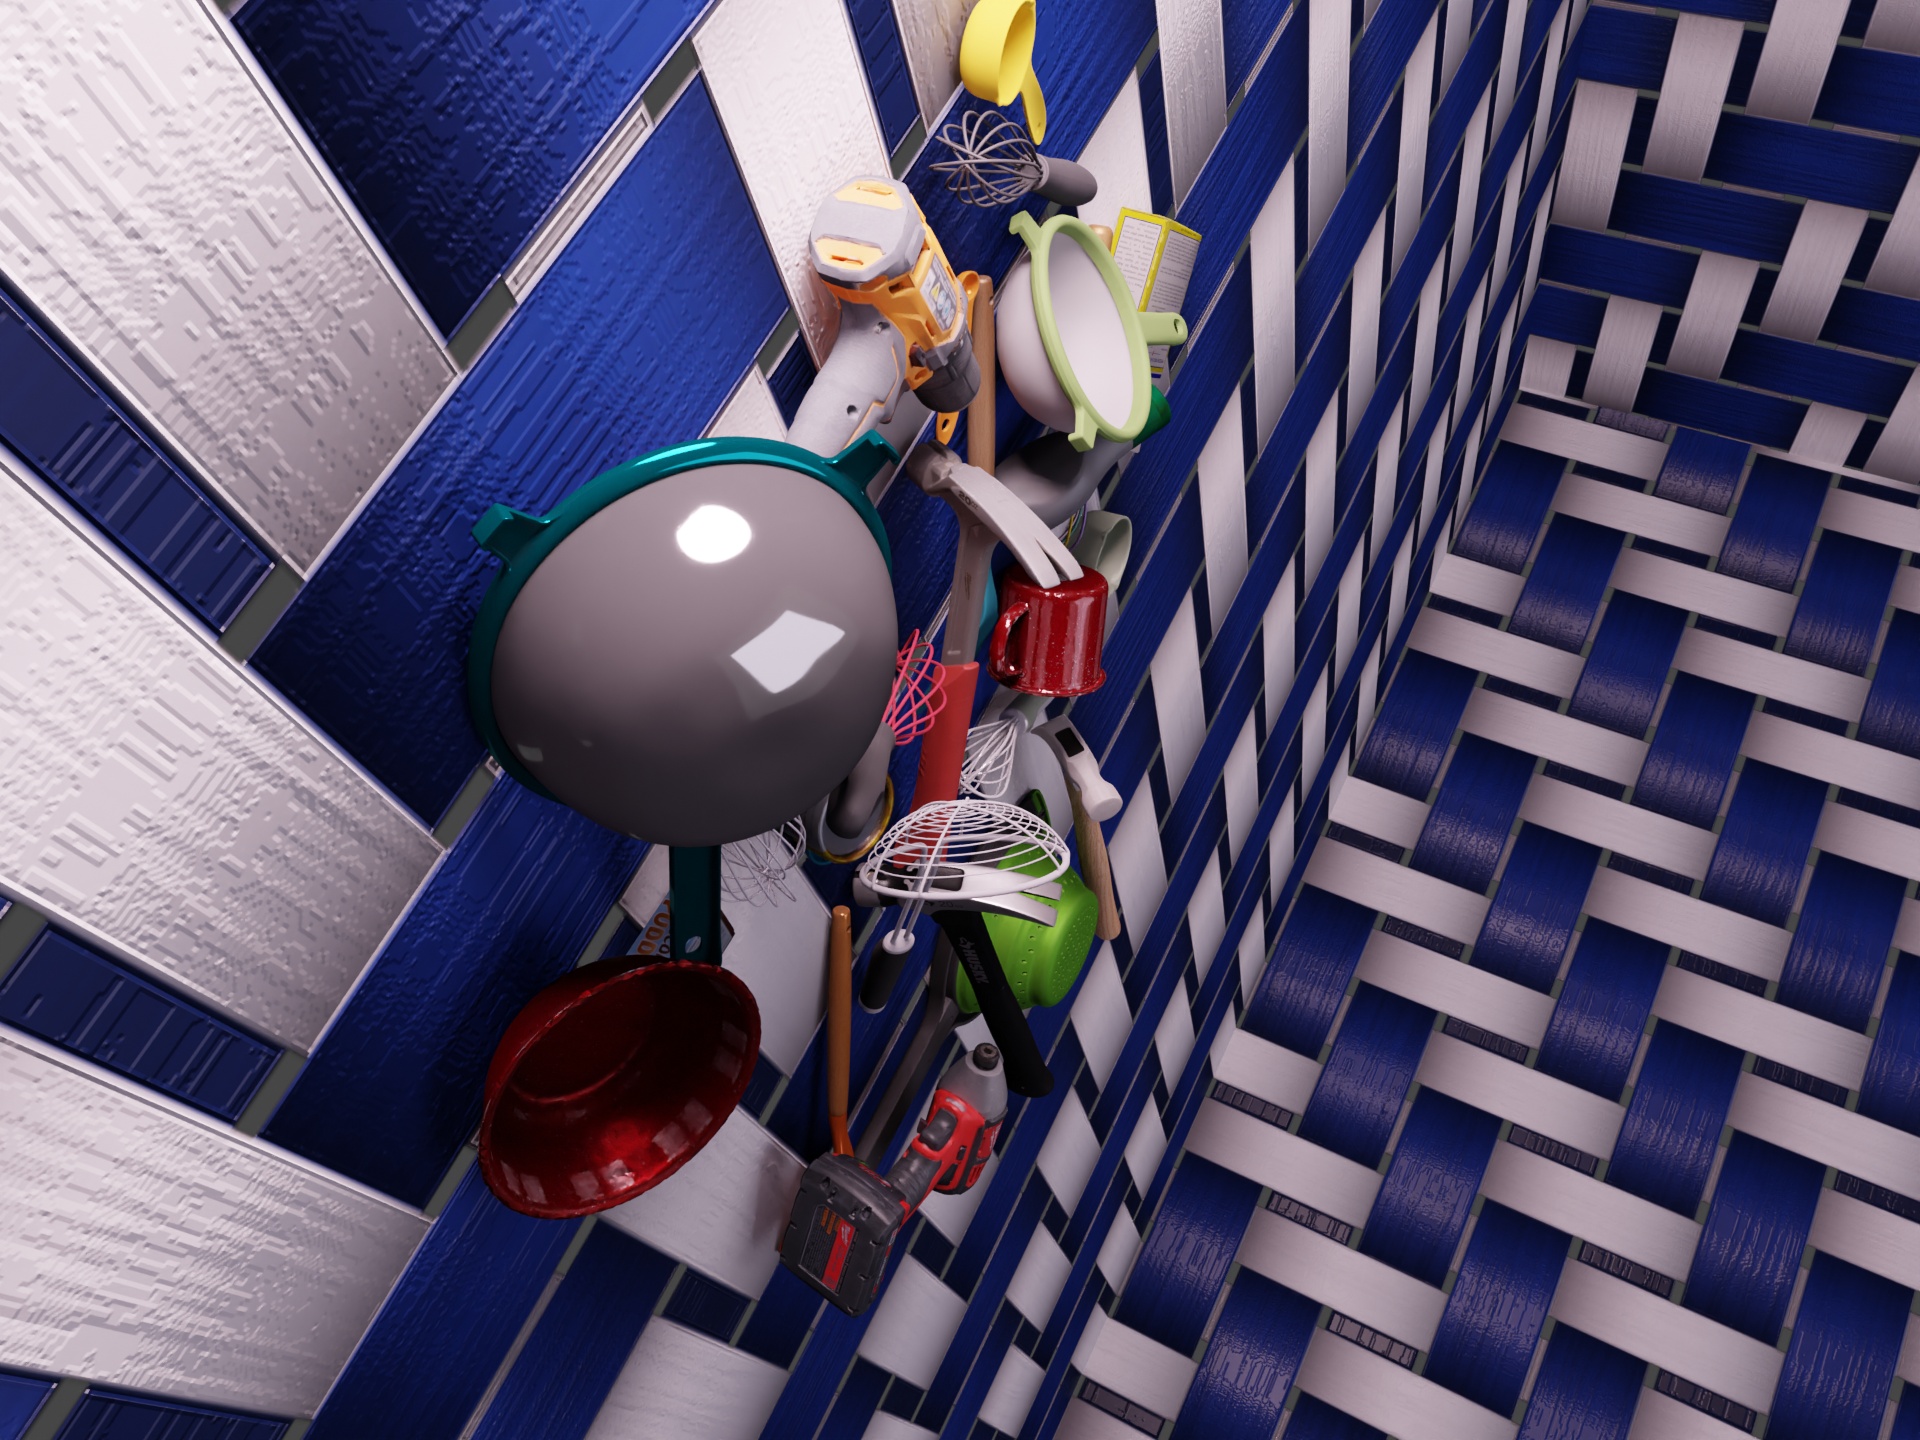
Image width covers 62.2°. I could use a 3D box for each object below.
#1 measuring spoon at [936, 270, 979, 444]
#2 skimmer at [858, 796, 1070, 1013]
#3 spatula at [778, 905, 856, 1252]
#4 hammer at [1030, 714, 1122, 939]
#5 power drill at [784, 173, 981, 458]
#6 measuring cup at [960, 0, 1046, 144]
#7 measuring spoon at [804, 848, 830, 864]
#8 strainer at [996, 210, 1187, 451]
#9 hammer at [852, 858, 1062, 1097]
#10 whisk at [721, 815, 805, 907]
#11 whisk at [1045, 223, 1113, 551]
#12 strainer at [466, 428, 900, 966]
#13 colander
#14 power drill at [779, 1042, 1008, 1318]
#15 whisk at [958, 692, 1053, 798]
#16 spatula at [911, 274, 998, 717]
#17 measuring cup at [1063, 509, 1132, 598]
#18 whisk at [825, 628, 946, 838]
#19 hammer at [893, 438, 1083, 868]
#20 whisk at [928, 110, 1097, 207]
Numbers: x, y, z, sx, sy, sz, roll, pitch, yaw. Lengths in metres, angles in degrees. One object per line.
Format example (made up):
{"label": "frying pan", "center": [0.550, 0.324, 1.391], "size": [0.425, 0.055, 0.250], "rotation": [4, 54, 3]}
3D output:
{"label": "measuring spoon", "center": [-0.005, -0.229, 1.009], "size": [0.021, 0.011, 0.116], "rotation": [-29, 139, -45]}
{"label": "skimmer", "center": [-0.025, 0.151, 1.071], "size": [0.127, 0.090, 0.363], "rotation": [-8, 152, -18]}
{"label": "spatula", "center": [-0.101, 0.275, 1.211], "size": [0.081, 0.041, 0.322], "rotation": [-38, 138, -51]}
{"label": "hammer", "center": [0.116, 0.108, 1.437], "size": [0.031, 0.130, 0.331], "rotation": [-24, 145, -6]}
{"label": "power drill", "center": [-0.055, -0.151, 0.869], "size": [0.185, 0.084, 0.226], "rotation": [46, 62, -68]}
{"label": "measuring cup", "center": [0.028, -0.378, 0.945], "size": [0.156, 0.029, 0.062], "rotation": [6, 103, -80]}
{"label": "measuring spoon", "center": [-0.094, 0.035, 1.027], "size": [0.042, 0.021, 0.128], "rotation": [-32, 130, -39]}
{"label": "strainer", "center": [0.087, -0.260, 1.093], "size": [0.256, 0.069, 0.151], "rotation": [-27, 101, -60]}
{"label": "hammer", "center": [0.030, 0.211, 1.243], "size": [0.334, 0.146, 0.035], "rotation": [69, 27, -49]}
{"label": "whisk", "center": [-0.146, 0.022, 0.840], "size": [0.070, 0.070, 0.284], "rotation": [-60, 151, -23]}
{"label": "whisk", "center": [0.080, -0.238, 1.171], "size": [0.047, 0.051, 0.245], "rotation": [-76, 175, -71]}
{"label": "strainer", "center": [-0.112, 0.034, 0.759], "size": [0.211, 0.095, 0.340], "rotation": [-17, 135, -27]}
{"label": "colander", "center": [0.024, 0.255, 1.389], "size": [0.397, 0.094, 0.204], "rotation": [-61, 157, -22]}
{"label": "power drill", "center": [-0.037, 0.347, 1.243], "size": [0.219, 0.079, 0.143], "rotation": [-30, 143, -52]}
{"label": "whisk", "center": [0.040, 0.005, 1.254], "size": [0.057, 0.059, 0.246], "rotation": [-49, 178, 28]}
{"label": "spatula", "center": [0.003, -0.146, 1.085], "size": [0.082, 0.044, 0.317], "rotation": [-41, 140, -48]}
{"label": "measuring cup", "center": [0.089, -0.101, 1.309], "size": [0.168, 0.038, 0.083], "rotation": [-60, 157, -18]}
{"label": "whisk", "center": [-0.047, 0.005, 0.925], "size": [0.296, 0.073, 0.073], "rotation": [-80, -177, -72]}
{"label": "hammer", "center": [-0.002, -0.003, 1.072], "size": [0.036, 0.149, 0.358], "rotation": [-20, 140, -29]}
{"label": "whisk", "center": [0.041, -0.336, 0.979], "size": [0.239, 0.055, 0.055], "rotation": [-30, 136, -65]}
